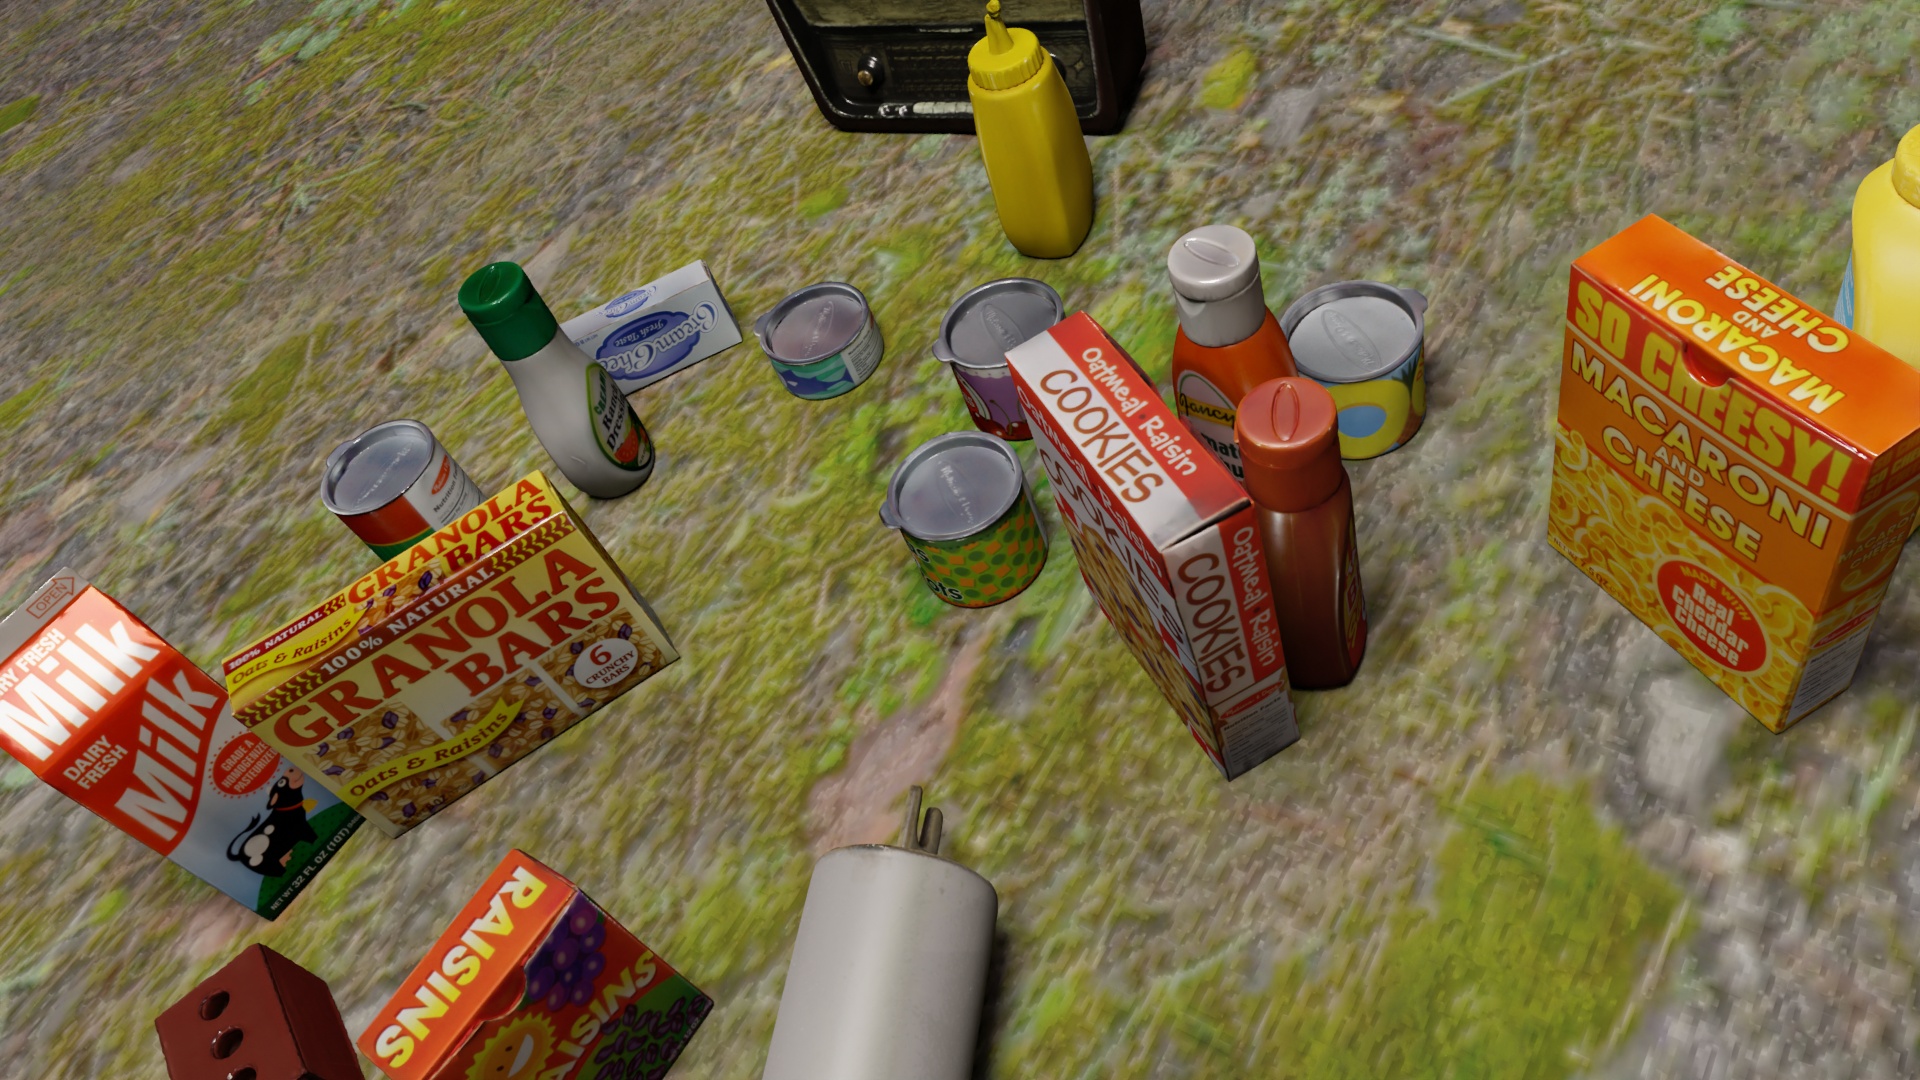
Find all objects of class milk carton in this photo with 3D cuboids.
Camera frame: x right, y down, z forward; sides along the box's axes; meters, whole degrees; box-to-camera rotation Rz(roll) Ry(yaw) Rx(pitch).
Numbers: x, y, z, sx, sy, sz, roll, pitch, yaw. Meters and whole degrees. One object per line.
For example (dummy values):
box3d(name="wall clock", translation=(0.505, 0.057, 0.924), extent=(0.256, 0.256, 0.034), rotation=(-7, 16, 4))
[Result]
box3d(name="milk carton", translation=(-0.367, 0.092, 0.637), extent=(0.073, 0.189, 0.072), rotation=(23, 63, 33))

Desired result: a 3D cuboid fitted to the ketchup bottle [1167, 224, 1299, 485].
box3d(name="ketchup bottle", translation=(0.123, -0.074, 0.622), extent=(0.044, 0.148, 0.065), rotation=(-45, 52, -17))

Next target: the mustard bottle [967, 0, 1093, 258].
box3d(name="mustard bottle", translation=(0.036, -0.232, 0.772), extent=(0.049, 0.159, 0.065), rotation=(6, 55, 24))

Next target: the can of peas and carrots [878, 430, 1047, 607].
box3d(name="can of peas and carrots", translation=(0.002, -0.008, 0.672), extent=(0.071, 0.058, 0.071), rotation=(-10, 50, 12))

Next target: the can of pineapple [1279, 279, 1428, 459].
box3d(name="can of pineapple", translation=(0.190, -0.081, 0.664), extent=(0.071, 0.057, 0.071), rotation=(-10, 50, 12))

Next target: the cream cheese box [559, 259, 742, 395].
box3d(name="cream cheese box", translation=(-0.189, -0.123, 0.836), extent=(0.104, 0.053, 0.024), rotation=(-25, 49, -1))

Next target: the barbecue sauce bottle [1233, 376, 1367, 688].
box3d(name="barbecue sauce bottle", translation=(0.137, -0.003, 0.560), extent=(0.043, 0.148, 0.065), rotation=(-3, 52, 18))

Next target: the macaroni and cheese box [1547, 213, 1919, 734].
box3d(name="macaroni and cheese box", translation=(0.278, -0.020, 0.511), extent=(0.040, 0.165, 0.124), rotation=(-32, 49, -6))

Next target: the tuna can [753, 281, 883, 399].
box3d(name="tuna can", translation=(-0.082, -0.116, 0.805), extent=(0.071, 0.032, 0.071), rotation=(-10, 50, 12))

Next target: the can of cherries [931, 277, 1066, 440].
box3d(name="can of cherries", translation=(0.026, -0.095, 0.733), extent=(0.071, 0.058, 0.072), rotation=(-10, 50, 12))

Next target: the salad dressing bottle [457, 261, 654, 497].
box3d(name="salad dressing bottle", translation=(-0.218, -0.085, 0.753), extent=(0.044, 0.147, 0.064), rotation=(-10, 50, 13))

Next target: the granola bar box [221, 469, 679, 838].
box3d(name="granola bar box", translation=(-0.237, 0.056, 0.663), extent=(0.166, 0.123, 0.039), rotation=(-33, 49, -7))

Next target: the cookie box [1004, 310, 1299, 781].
box3d(name="cookie box", translation=(0.080, 0.005, 0.561), extent=(0.040, 0.166, 0.123), rotation=(-30, 49, -4))

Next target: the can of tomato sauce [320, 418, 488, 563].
box3d(name="can of tomato sauce", translation=(-0.302, -0.016, 0.771), extent=(0.071, 0.082, 0.071), rotation=(-10, 50, 12))

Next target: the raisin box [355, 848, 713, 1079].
box3d(name="raisin box", translation=(-0.157, 0.185, 0.531), extent=(0.040, 0.123, 0.086), rotation=(22, 63, 32))
